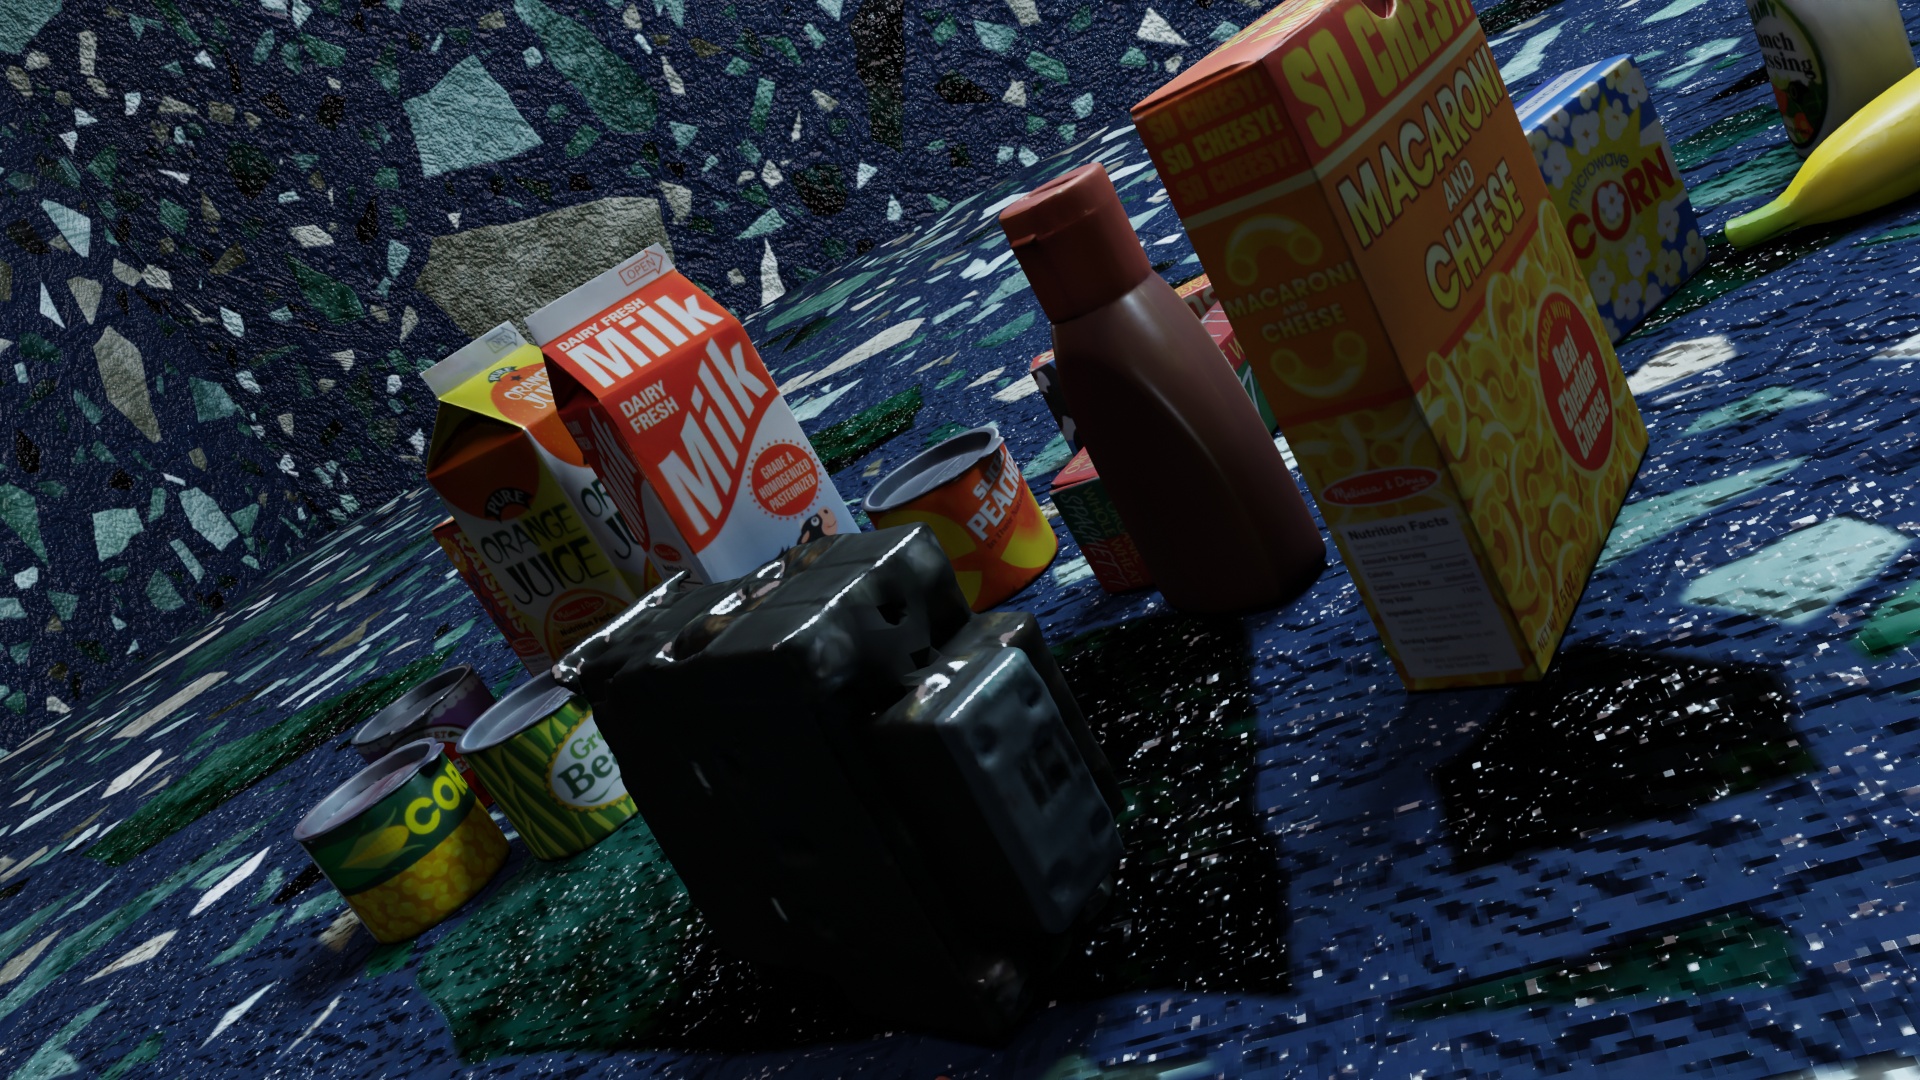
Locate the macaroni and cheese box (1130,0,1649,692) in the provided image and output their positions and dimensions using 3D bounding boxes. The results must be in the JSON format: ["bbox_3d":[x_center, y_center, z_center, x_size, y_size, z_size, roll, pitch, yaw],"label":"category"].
[{"bbox_3d":[0.123,-0.064,0.367,0.040,0.166,0.124,-13,23,44],"label":"macaroni and cheese box"}]

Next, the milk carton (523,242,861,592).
[{"bbox_3d":[-0.112,-0.031,0.615,0.072,0.190,0.073,-37,18,-24],"label":"milk carton"}]

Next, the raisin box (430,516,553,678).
[{"bbox_3d":[-0.207,0.021,0.737,0.040,0.123,0.086,-13,23,45],"label":"raisin box"}]

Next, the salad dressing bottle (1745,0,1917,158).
[{"bbox_3d":[0.323,-0.222,0.531,0.044,0.147,0.064,-24,17,18],"label":"salad dressing bottle"}]

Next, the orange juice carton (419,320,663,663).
[{"bbox_3d":[-0.184,-0.011,0.672,0.073,0.192,0.072,-20,19,30],"label":"orange juice carton"}]

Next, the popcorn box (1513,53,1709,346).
[{"bbox_3d":[0.205,-0.106,0.495,0.127,0.085,0.038,-37,18,-23],"label":"popcorn box"}]

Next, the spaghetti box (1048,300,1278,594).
[{"bbox_3d":[0.113,-0.065,0.589,0.028,0.050,0.251,-15,22,41],"label":"spaghetti box"}]

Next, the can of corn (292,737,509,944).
[{"bbox_3d":[-0.233,0.126,0.588,0.071,0.058,0.071,-27,17,9],"label":"can of corn"}]

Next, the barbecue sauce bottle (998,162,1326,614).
[{"bbox_3d":[0.062,-0.047,0.450,0.044,0.148,0.065,-39,19,-28],"label":"barbecue sauce bottle"}]

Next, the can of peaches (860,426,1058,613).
[{"bbox_3d":[0.002,-0.007,0.589,0.071,0.058,0.071,-27,17,9],"label":"can of peaches"}]

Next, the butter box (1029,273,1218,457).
[{"bbox_3d":[0.091,-0.086,0.679,0.103,0.053,0.024,-25,17,14],"label":"butter box"}]

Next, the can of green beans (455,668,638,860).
[{"bbox_3d":[-0.165,0.090,0.580,0.071,0.057,0.071,-27,17,9],"label":"can of green beans"}]

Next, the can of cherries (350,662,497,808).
[{"bbox_3d":[-0.256,0.104,0.688,0.071,0.058,0.072,-27,17,9],"label":"can of cherries"}]
